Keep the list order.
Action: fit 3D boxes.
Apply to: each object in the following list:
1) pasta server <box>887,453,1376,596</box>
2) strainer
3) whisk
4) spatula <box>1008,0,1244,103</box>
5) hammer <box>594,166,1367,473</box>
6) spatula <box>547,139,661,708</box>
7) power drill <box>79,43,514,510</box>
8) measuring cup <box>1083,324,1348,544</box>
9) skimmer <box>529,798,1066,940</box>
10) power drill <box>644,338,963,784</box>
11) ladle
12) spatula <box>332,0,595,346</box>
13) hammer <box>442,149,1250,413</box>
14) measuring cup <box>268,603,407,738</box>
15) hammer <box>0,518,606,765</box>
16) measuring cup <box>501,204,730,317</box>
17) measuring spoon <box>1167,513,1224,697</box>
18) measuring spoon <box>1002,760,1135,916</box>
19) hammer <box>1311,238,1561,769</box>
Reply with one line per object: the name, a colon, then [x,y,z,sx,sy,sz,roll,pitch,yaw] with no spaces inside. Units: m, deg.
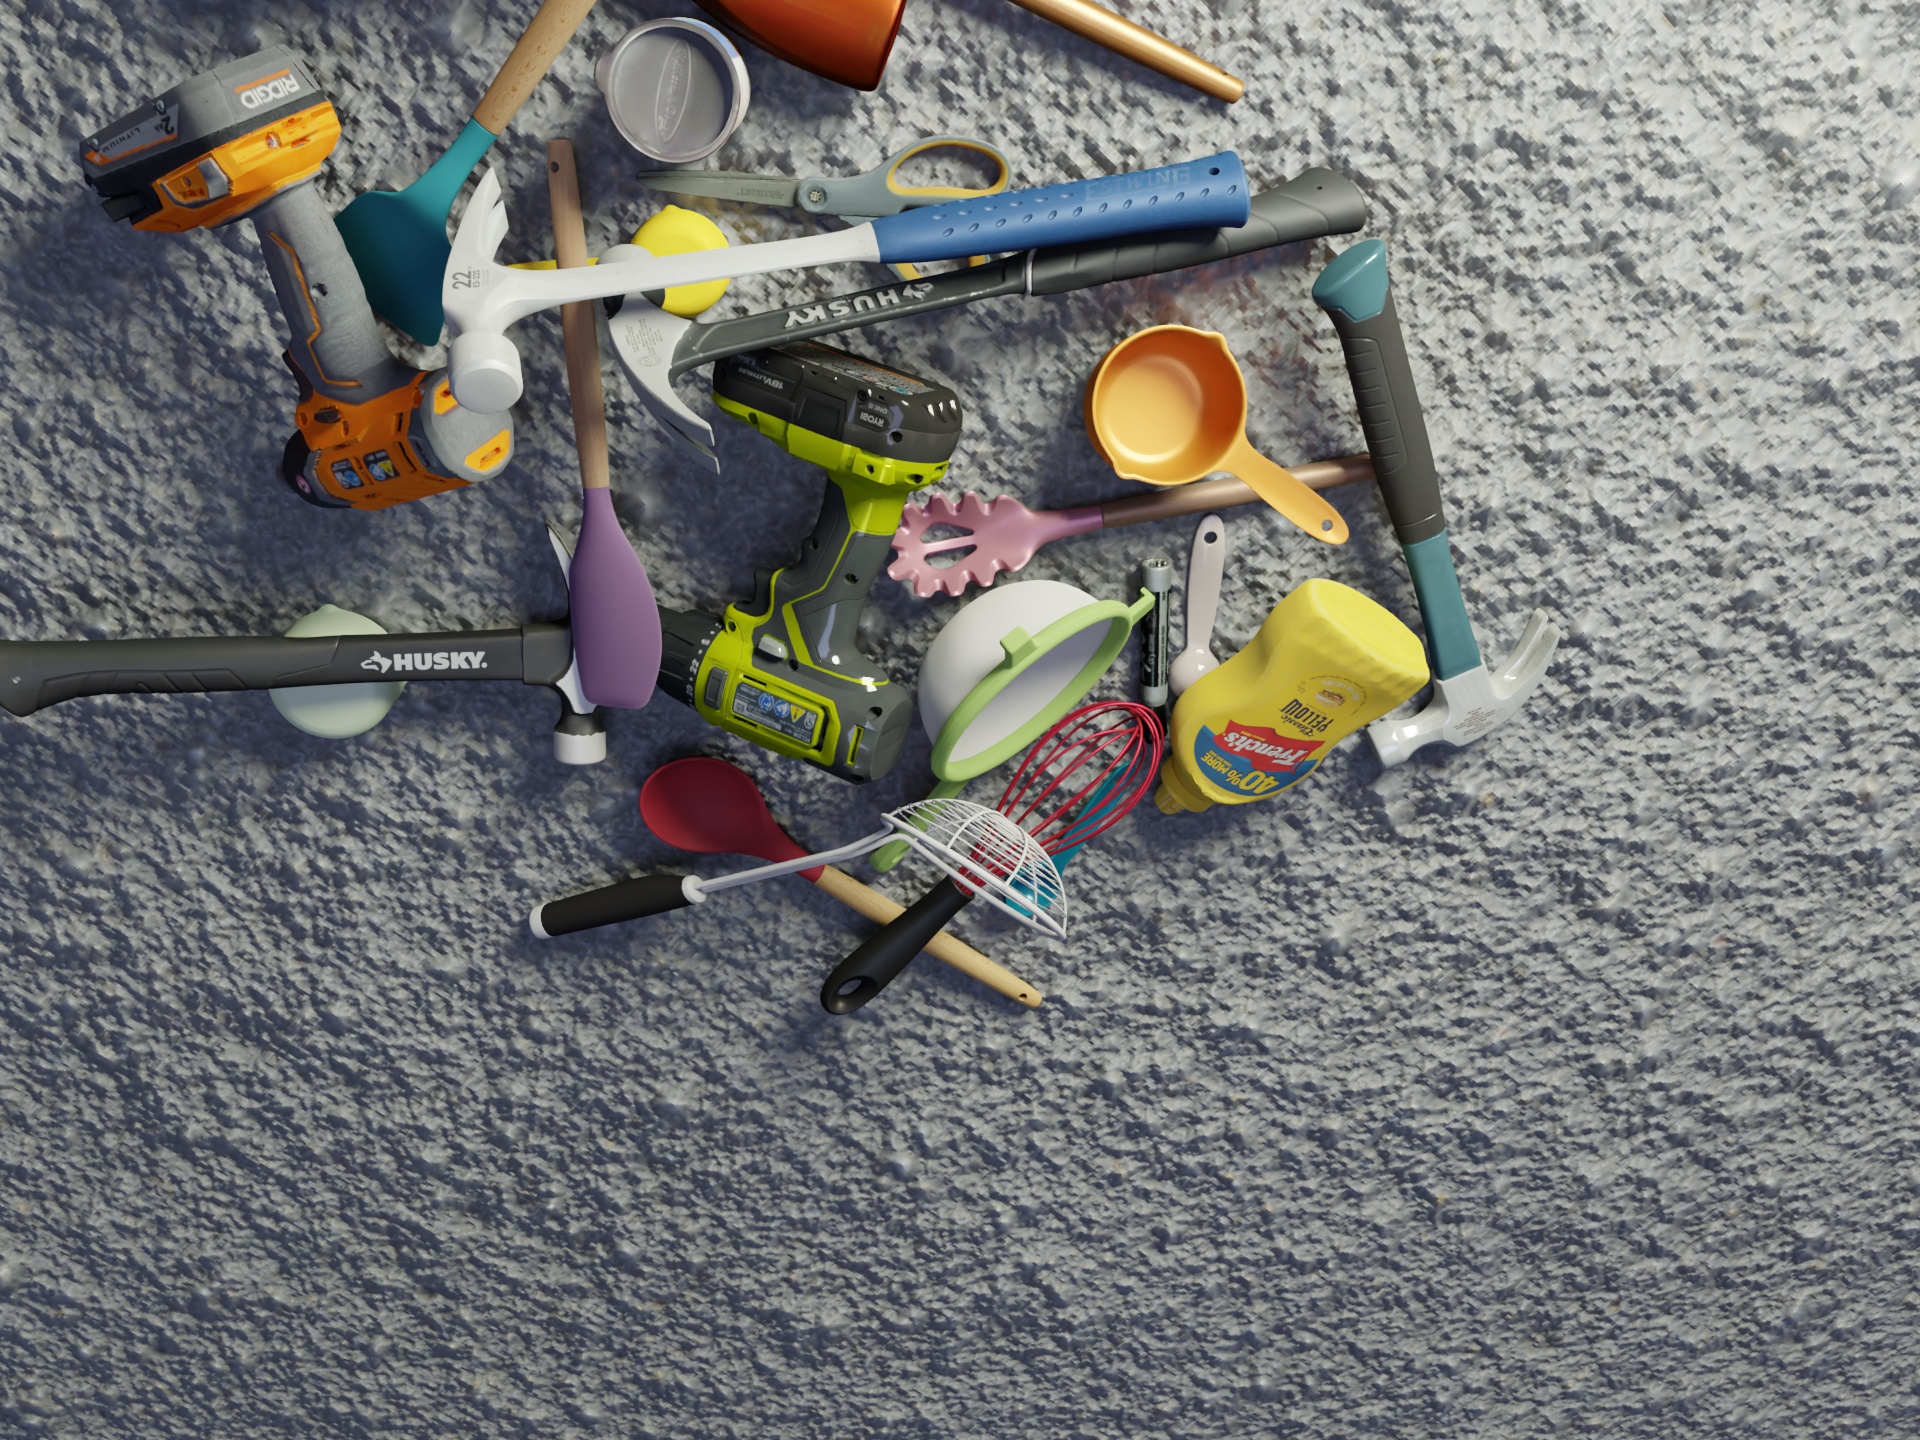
pasta server: [0.111,-0.126,0.941,0.316,0.040,0.060,-10,96,0]
strainer: [-0.002,-0.003,0.976,0.069,0.151,0.256,51,127,15]
whisk: [0.014,0.092,1.014,0.073,0.073,0.296,41,106,-19]
spatula: [0.008,-0.393,0.806,0.322,0.081,0.041,19,136,-17]
hammer: [0.021,-0.230,0.835,0.409,0.149,0.036,-15,146,-9]
spatula: [-0.204,-0.156,0.885,0.060,0.018,0.315,5,111,19]
power drill: [-0.352,-0.214,0.838,0.164,0.084,0.226,-7,121,34]
measuring cup: [0.147,-0.155,0.911,0.173,0.052,0.095,34,95,-12]
skimmer: [-0.112,0.118,0.971,0.363,0.090,0.127,-14,150,20]
power drill: [-0.103,-0.095,0.905,0.190,0.080,0.228,23,112,16]
ladle: [-0.071,0.113,1.048,0.315,0.031,0.069,33,107,-19]
spatula: [-0.226,-0.327,0.810,0.082,0.044,0.317,39,112,-15]
hammer: [-0.055,-0.245,0.804,0.405,0.144,0.035,-10,147,-7]
measuring cup: [-0.334,-0.027,0.960,0.167,0.038,0.083,-2,115,0]
hammer: [-0.372,-0.039,0.910,0.334,0.035,0.146,-3,109,-17]
measuring cup: [-0.204,-0.243,0.872,0.156,0.029,0.062,-8,115,-1]
measuring spoon: [0.150,-0.066,0.981,0.034,0.018,0.124,1,115,-3]
measuring spoon: [0.070,0.074,1.045,0.042,0.021,0.128,29,102,-41]
hammer: [0.268,-0.121,0.937,0.128,0.033,0.330,-22,121,5]
